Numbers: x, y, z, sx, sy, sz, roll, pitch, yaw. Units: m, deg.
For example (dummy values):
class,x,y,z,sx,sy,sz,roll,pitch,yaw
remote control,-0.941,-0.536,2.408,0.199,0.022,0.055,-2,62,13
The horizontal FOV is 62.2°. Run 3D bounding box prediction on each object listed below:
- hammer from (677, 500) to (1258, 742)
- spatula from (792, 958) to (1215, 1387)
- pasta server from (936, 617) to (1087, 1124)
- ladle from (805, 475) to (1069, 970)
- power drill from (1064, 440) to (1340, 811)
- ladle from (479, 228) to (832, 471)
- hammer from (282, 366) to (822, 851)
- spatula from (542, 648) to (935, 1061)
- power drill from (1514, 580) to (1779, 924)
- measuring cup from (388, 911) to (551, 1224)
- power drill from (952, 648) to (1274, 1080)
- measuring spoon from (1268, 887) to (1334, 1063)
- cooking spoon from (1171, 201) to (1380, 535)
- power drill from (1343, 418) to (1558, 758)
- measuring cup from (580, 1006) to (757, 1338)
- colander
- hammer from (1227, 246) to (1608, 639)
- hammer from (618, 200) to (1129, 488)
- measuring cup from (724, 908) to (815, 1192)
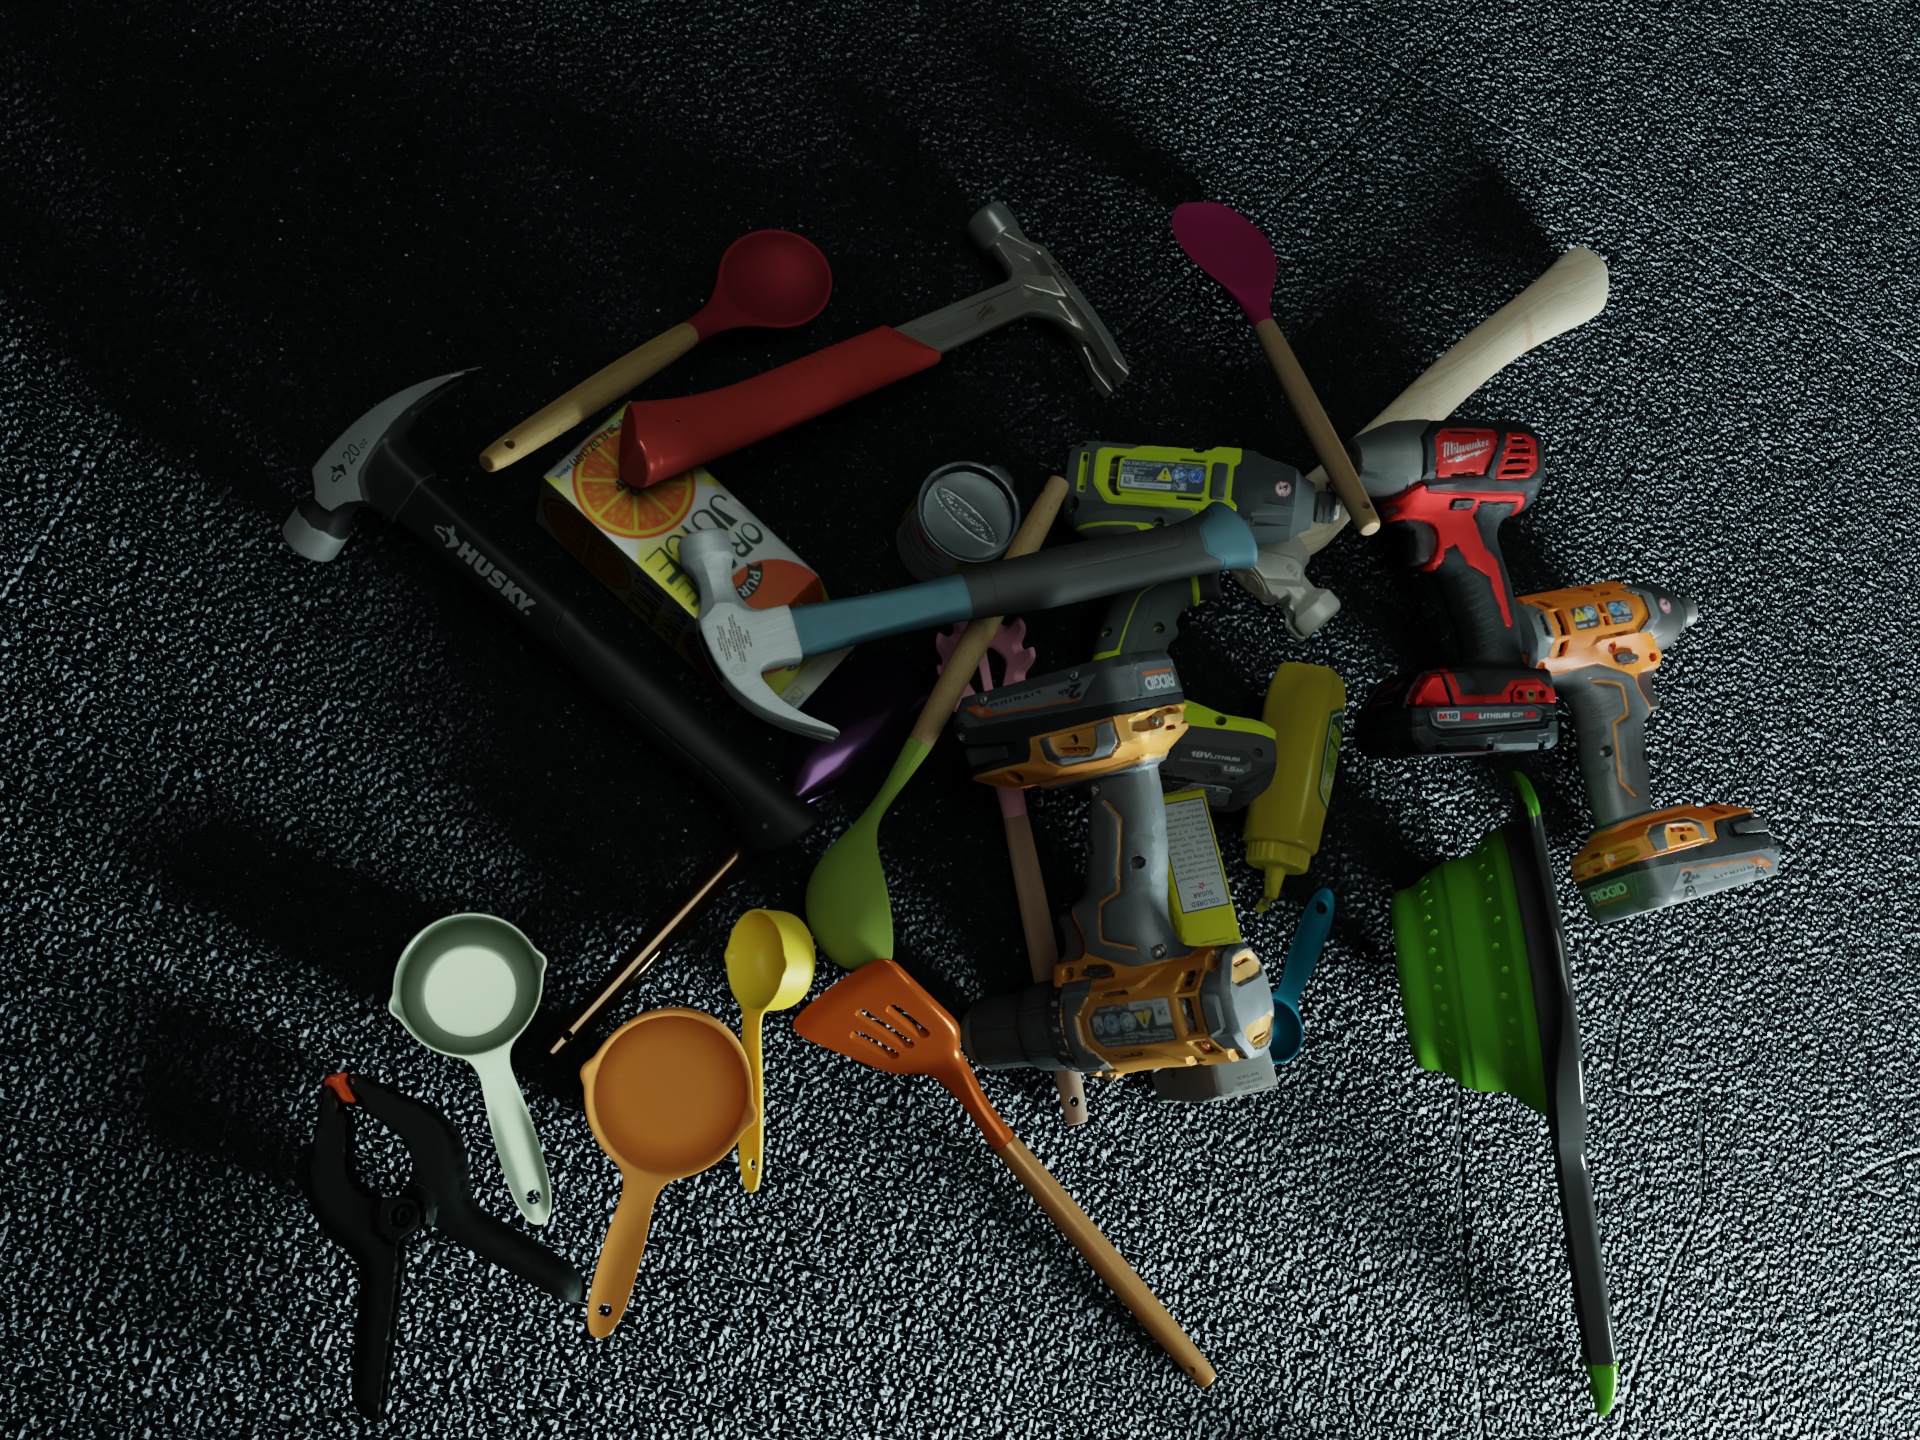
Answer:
class,x,y,z,sx,sy,sz,roll,pitch,yaw
hammer,0.015,-0.075,0.908,0.331,0.033,0.128,-13,83,-15
spatula,0.038,0.264,0.908,0.322,0.081,0.041,50,26,-3
pasta server,0.039,0.085,0.961,0.060,0.040,0.316,-11,80,-2
ladle,-0.001,-0.003,0.934,0.062,0.078,0.320,31,76,-12
power drill,0.142,-0.063,0.988,0.171,0.080,0.223,6,74,9
ladle,-0.171,-0.215,0.925,0.069,0.031,0.315,42,44,-2
hammer,-0.210,-0.048,0.884,0.334,0.035,0.146,42,112,-6
spatula,-0.127,0.072,0.924,0.060,0.018,0.316,41,67,0
power drill,0.466,0.011,1.087,0.164,0.084,0.227,-11,75,-19
measuring cup,-0.248,0.185,0.846,0.083,0.038,0.168,-17,80,-20
power drill,0.063,0.089,0.892,0.084,0.185,0.226,-9,84,-57
measuring spoon,0.208,0.160,1.006,0.042,0.021,0.129,33,60,-5
cooking spoon,0.210,-0.243,1.053,0.068,0.017,0.319,-6,55,-16
power drill,0.310,-0.087,1.031,0.143,0.078,0.220,-1,85,-14
measuring cup,-0.167,0.238,0.854,0.095,0.052,0.173,16,85,-5
colander,0.330,0.234,0.978,0.094,0.204,0.397,-9,94,15
hammer,0.324,-0.231,1.131,0.411,0.038,0.146,-41,88,-22
hammer,-0.052,-0.210,0.969,0.359,0.036,0.149,-33,85,-36
measuring cup,-0.106,0.184,0.892,0.029,0.062,0.156,4,86,-41
